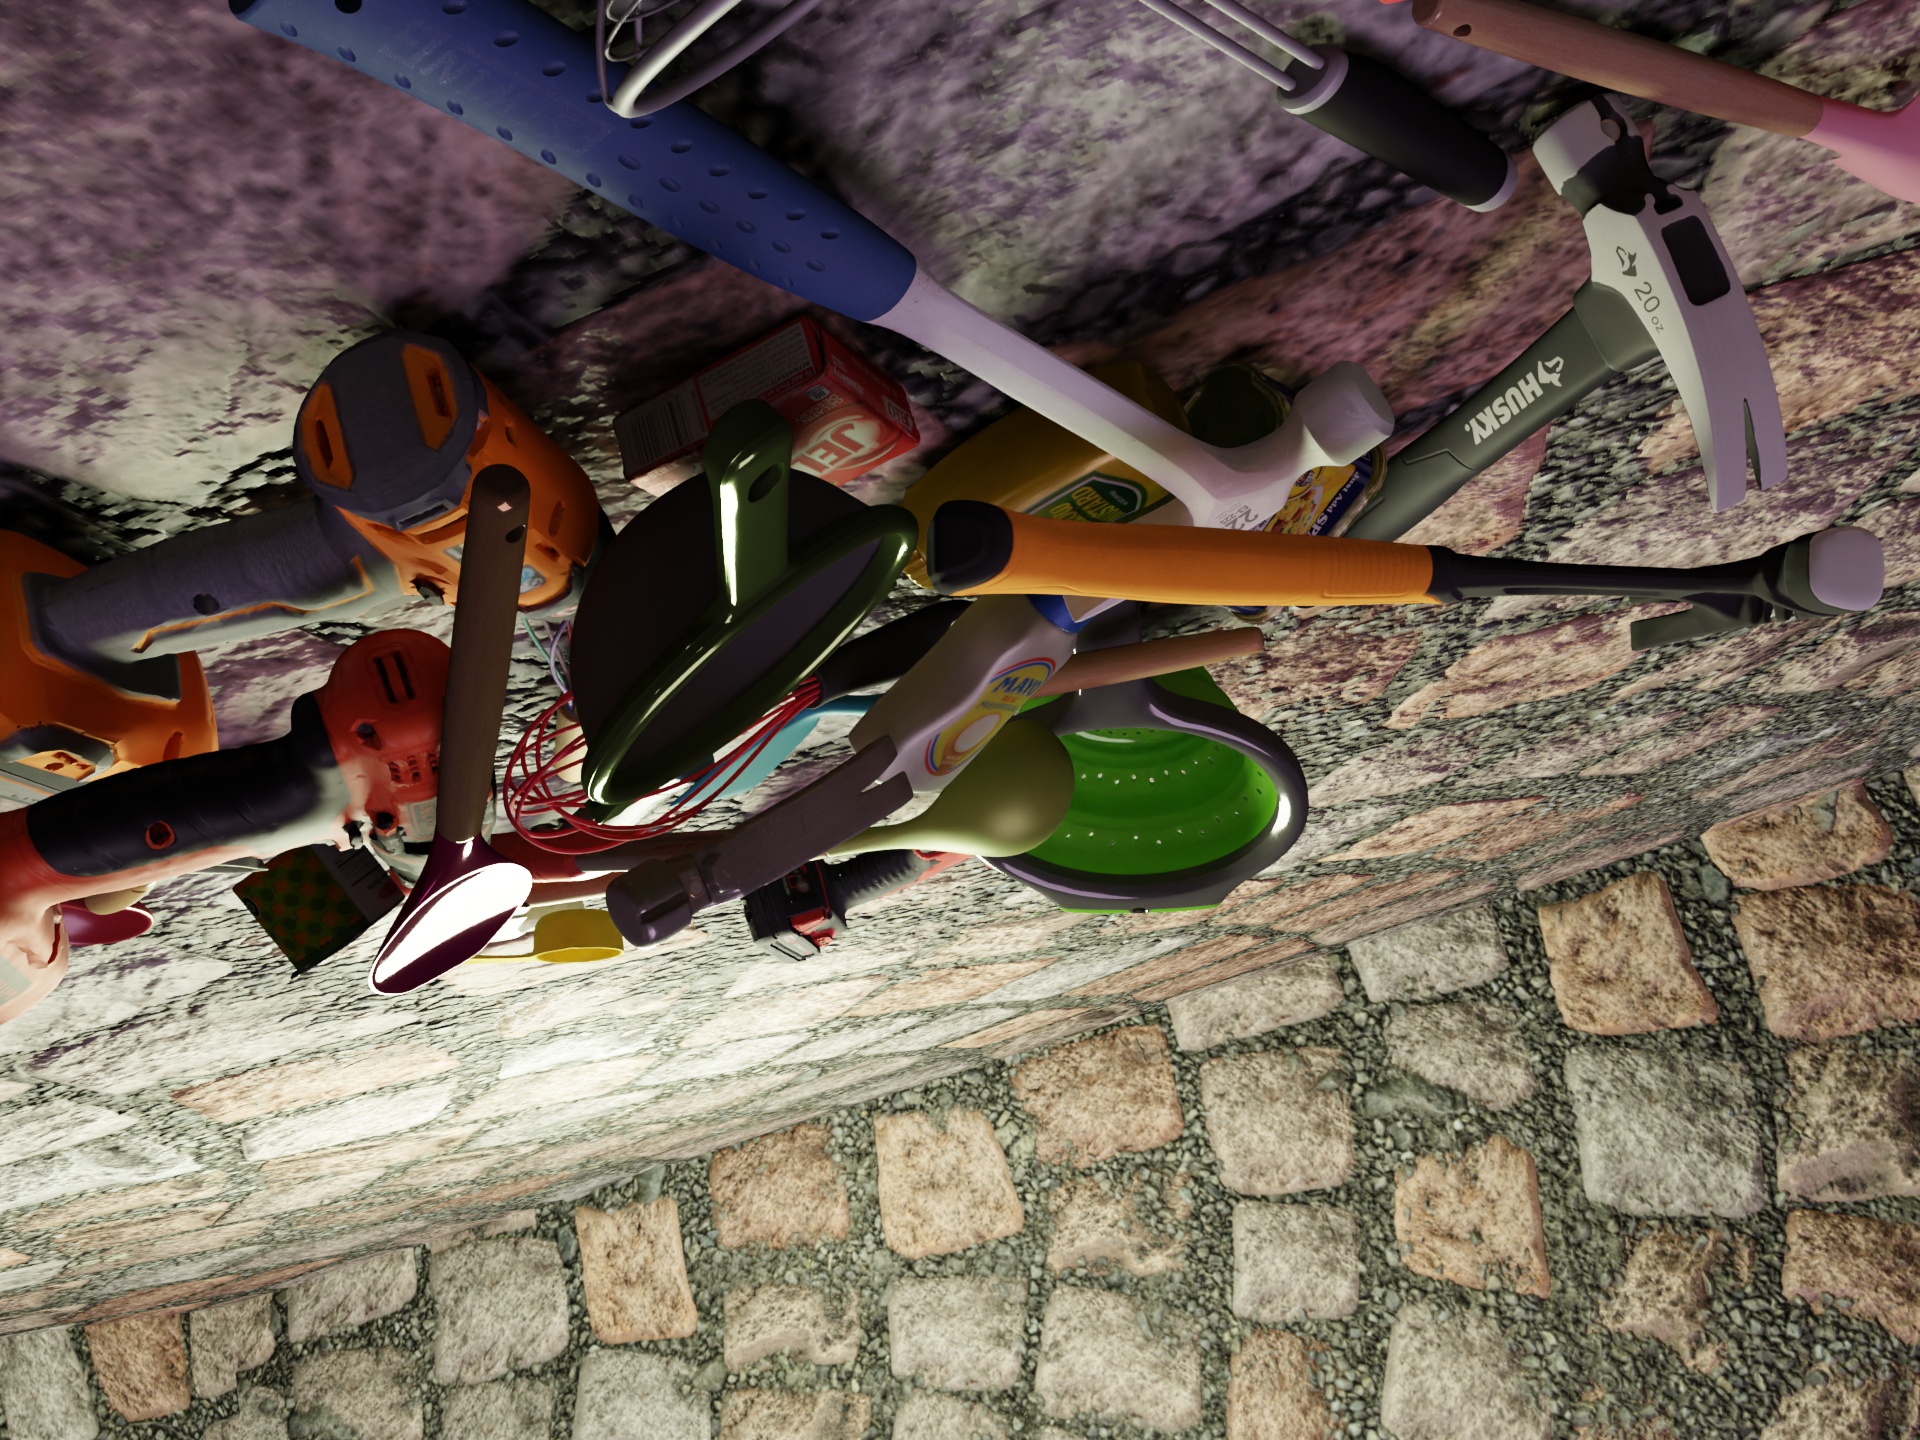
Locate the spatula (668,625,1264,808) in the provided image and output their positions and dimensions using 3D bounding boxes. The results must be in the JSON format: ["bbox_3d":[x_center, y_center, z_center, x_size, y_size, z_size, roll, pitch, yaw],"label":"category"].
[{"bbox_3d":[-0.001,-0.003,0.799,0.317,0.044,0.082,-10,180,24],"label":"spatula"}]

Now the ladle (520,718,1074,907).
[{"bbox_3d":[-0.096,0.060,0.849,0.320,0.062,0.078,-10,141,10],"label":"ladle"}]

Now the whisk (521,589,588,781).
[{"bbox_3d":[-0.179,-0.013,0.745,0.051,0.047,0.245,-11,164,-19],"label":"whisk"}]

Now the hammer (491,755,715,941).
[{"bbox_3d":[-0.233,0.077,0.950,0.128,0.033,0.331,-2,159,-37],"label":"hammer"}]

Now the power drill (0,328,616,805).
[{"bbox_3d":[-0.235,-0.041,0.562,0.226,0.084,0.164,-22,162,6],"label":"power drill"}]

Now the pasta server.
[{"bbox_3d":[0.275,-0.223,0.557,0.316,0.040,0.060,0,156,-29],"label":"pasta server"}]

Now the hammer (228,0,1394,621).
[{"bbox_3d":[-0.019,-0.124,0.489,0.144,0.035,0.405,-35,147,30],"label":"hammer"}]

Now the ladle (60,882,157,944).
[{"bbox_3d":[-0.401,0.083,0.744,0.069,0.031,0.315,8,167,-32],"label":"ladle"}]

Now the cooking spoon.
[{"bbox_3d":[-0.162,0.021,0.520,0.069,0.017,0.318,-29,164,-33],"label":"cooking spoon"}]

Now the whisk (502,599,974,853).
[{"bbox_3d":[-0.083,-0.010,0.719,0.296,0.073,0.073,-24,172,-46],"label":"whisk"}]

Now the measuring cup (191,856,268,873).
[{"bbox_3d":[-0.385,0.057,0.794,0.083,0.038,0.167,3,172,-18],"label":"measuring cup"}]

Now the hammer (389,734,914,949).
[{"bbox_3d":[-0.185,0.062,0.787,0.149,0.036,0.359,-29,-166,-39],"label":"hammer"}]

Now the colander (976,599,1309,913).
[{"bbox_3d":[0.086,-0.027,0.872,0.204,0.095,0.396,-3,144,9],"label":"colander"}]

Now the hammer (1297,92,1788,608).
[{"bbox_3d":[0.216,-0.111,0.692,0.035,0.146,0.334,-25,172,-17],"label":"hammer"}]

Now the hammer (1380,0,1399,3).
[{"bbox_3d":[0.287,-0.248,0.471,0.386,0.038,0.143,-8,159,-22],"label":"hammer"}]

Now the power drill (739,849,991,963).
[{"bbox_3d":[-0.042,0.092,1.110,0.219,0.079,0.143,-19,161,0],"label":"power drill"}]

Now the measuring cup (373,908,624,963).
[{"bbox_3d":[-0.293,0.139,1.013,0.156,0.029,0.062,-2,163,-4],"label":"measuring cup"}]

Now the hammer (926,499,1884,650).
[{"bbox_3d":[0.152,-0.054,0.584,0.336,0.034,0.127,1,176,-13],"label":"hammer"}]

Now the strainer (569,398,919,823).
[{"bbox_3d":[-0.084,-0.056,0.515,0.151,0.069,0.256,-40,173,-15],"label":"strainer"}]

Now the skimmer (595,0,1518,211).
[{"bbox_3d":[0.068,-0.166,0.430,0.127,0.090,0.363,-20,165,42],"label":"skimmer"}]
